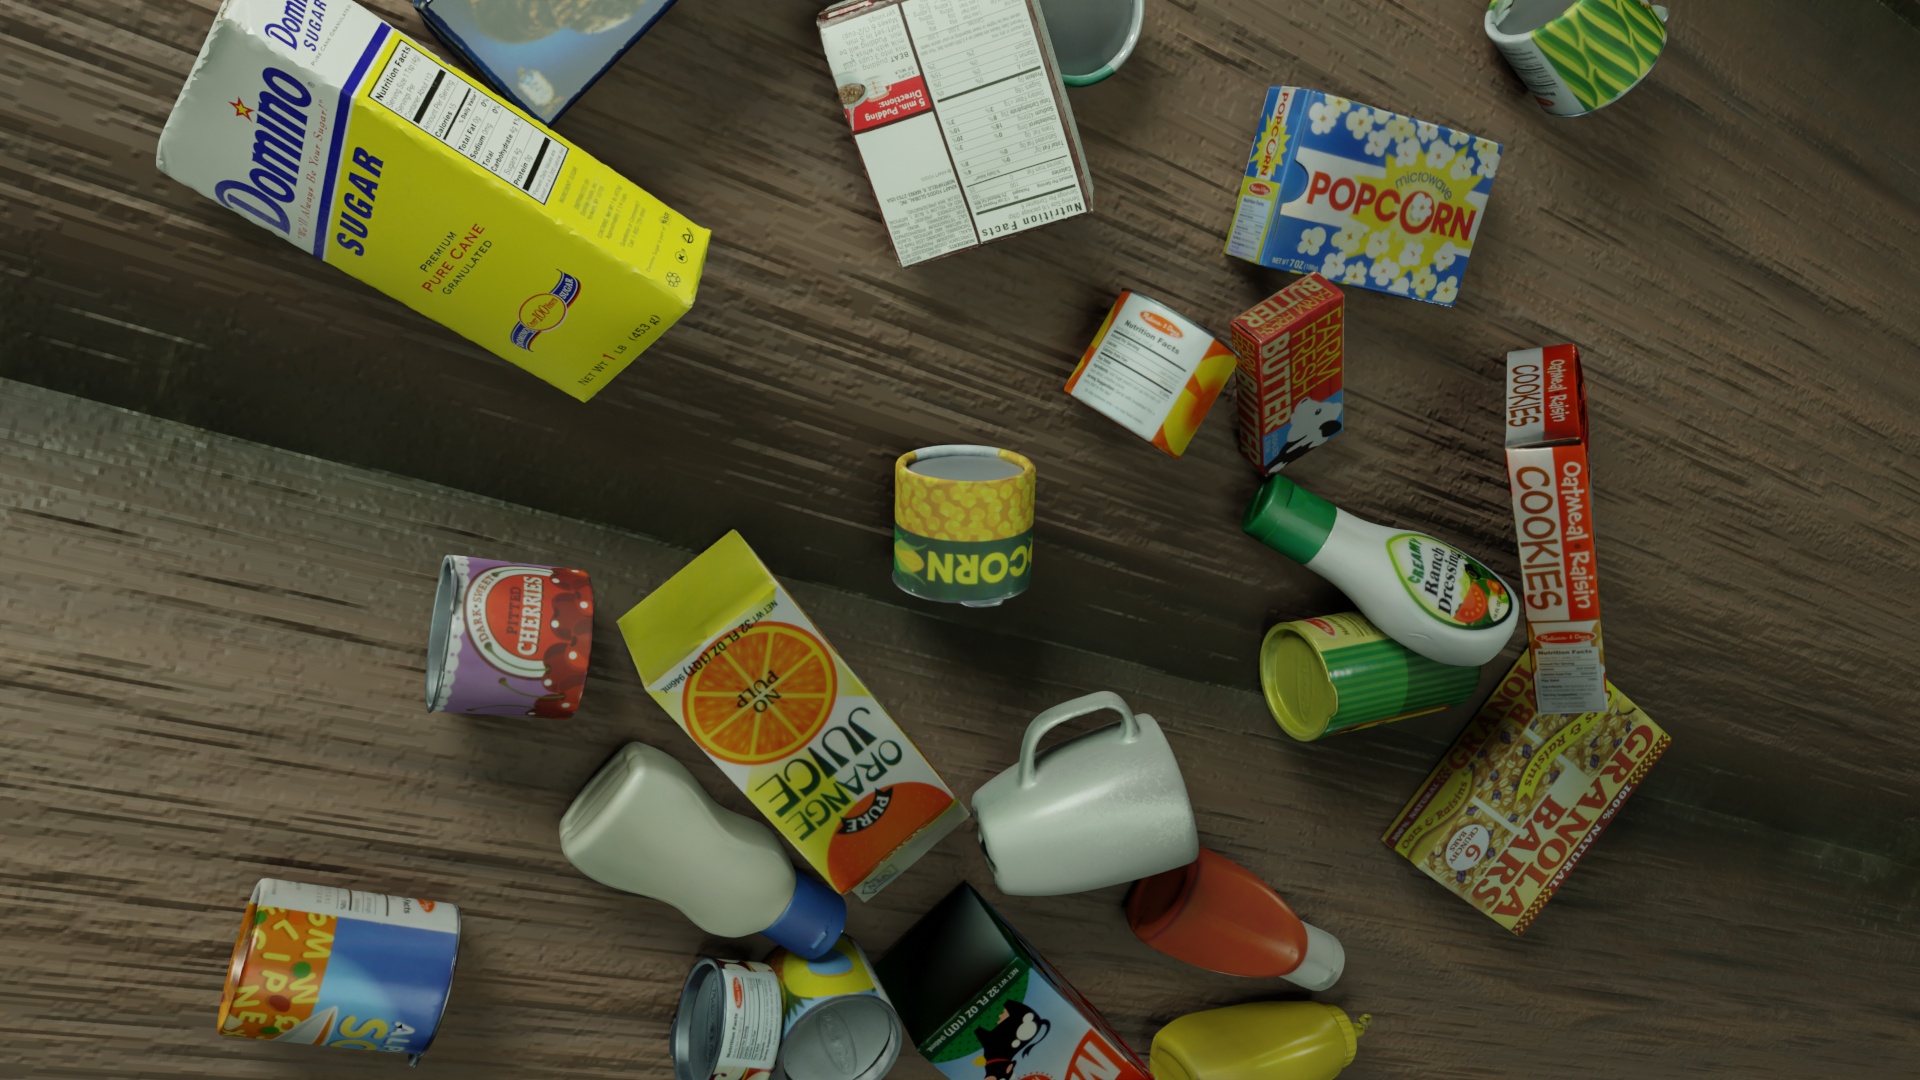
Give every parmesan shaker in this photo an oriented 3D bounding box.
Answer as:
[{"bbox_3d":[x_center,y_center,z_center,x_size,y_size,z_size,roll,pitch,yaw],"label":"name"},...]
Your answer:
[{"bbox_3d":[0.231,0.072,0.779,0.103,0.071,0.071,-8,112,-20],"label":"parmesan shaker"}]

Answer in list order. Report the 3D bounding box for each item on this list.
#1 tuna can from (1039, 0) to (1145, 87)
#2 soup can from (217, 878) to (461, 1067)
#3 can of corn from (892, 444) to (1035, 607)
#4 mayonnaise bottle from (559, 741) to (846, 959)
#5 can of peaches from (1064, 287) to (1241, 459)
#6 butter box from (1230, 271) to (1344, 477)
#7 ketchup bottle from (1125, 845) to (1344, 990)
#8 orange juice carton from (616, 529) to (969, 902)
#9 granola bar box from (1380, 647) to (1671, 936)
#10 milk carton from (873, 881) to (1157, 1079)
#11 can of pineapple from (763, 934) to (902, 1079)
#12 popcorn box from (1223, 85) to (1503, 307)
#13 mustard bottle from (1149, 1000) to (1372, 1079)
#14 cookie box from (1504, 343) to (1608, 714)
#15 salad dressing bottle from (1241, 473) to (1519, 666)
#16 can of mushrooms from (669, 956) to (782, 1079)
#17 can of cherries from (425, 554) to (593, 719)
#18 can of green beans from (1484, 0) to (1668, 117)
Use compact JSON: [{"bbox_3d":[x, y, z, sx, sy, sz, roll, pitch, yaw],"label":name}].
[{"bbox_3d":[0.043,-0.233,0.607,0.071,0.033,0.070,-8,112,-21],"label":"tuna can"},{"bbox_3d":[-0.272,0.190,0.608,0.084,0.071,0.071,17,102,-27],"label":"soup can"},{"bbox_3d":[0.002,-0.008,0.651,0.071,0.071,0.058,-6,111,-21],"label":"can of corn"},{"bbox_3d":[-0.120,0.159,0.679,0.065,0.041,0.148,-49,121,2],"label":"mayonnaise bottle"},{"bbox_3d":[0.092,-0.079,0.668,0.071,0.071,0.058,27,97,-29],"label":"can of peaches"},{"bbox_3d":[0.166,-0.082,0.699,0.053,0.024,0.103,-31,142,-9],"label":"butter box"},{"bbox_3d":[0.170,0.231,0.828,0.148,0.043,0.064,30,96,-29],"label":"ketchup bottle"},{"bbox_3d":[-0.070,0.094,0.657,0.072,0.073,0.192,-39,120,-6],"label":"orange juice carton"},{"bbox_3d":[0.364,0.159,0.887,0.124,0.039,0.165,35,93,-30],"label":"granola bar box"},{"bbox_3d":[0.043,0.284,0.776,0.072,0.073,0.190,-41,120,-4],"label":"milk carton"},{"bbox_3d":[-0.072,0.247,0.722,0.071,0.058,0.070,-8,112,-20],"label":"can of pineapple"},{"bbox_3d":[0.203,-0.171,0.696,0.127,0.038,0.085,6,108,-25],"label":"popcorn box"},{"bbox_3d":[0.196,0.317,0.861,0.160,0.065,0.048,-2,106,-27],"label":"mustard bottle"},{"bbox_3d":[0.329,-0.008,0.766,0.040,0.123,0.166,-5,118,24],"label":"cookie box"},{"bbox_3d":[0.222,0.014,0.741,0.148,0.043,0.064,28,54,-4],"label":"salad dressing bottle"},{"bbox_3d":[-0.118,0.245,0.698,0.033,0.071,0.071,16,102,-28],"label":"can of mushrooms"},{"bbox_3d":[-0.190,0.041,0.587,0.058,0.071,0.071,8,106,-26],"label":"can of cherries"},{"bbox_3d":[0.306,-0.256,0.692,0.057,0.071,0.071,36,93,-29],"label":"can of green beans"}]
